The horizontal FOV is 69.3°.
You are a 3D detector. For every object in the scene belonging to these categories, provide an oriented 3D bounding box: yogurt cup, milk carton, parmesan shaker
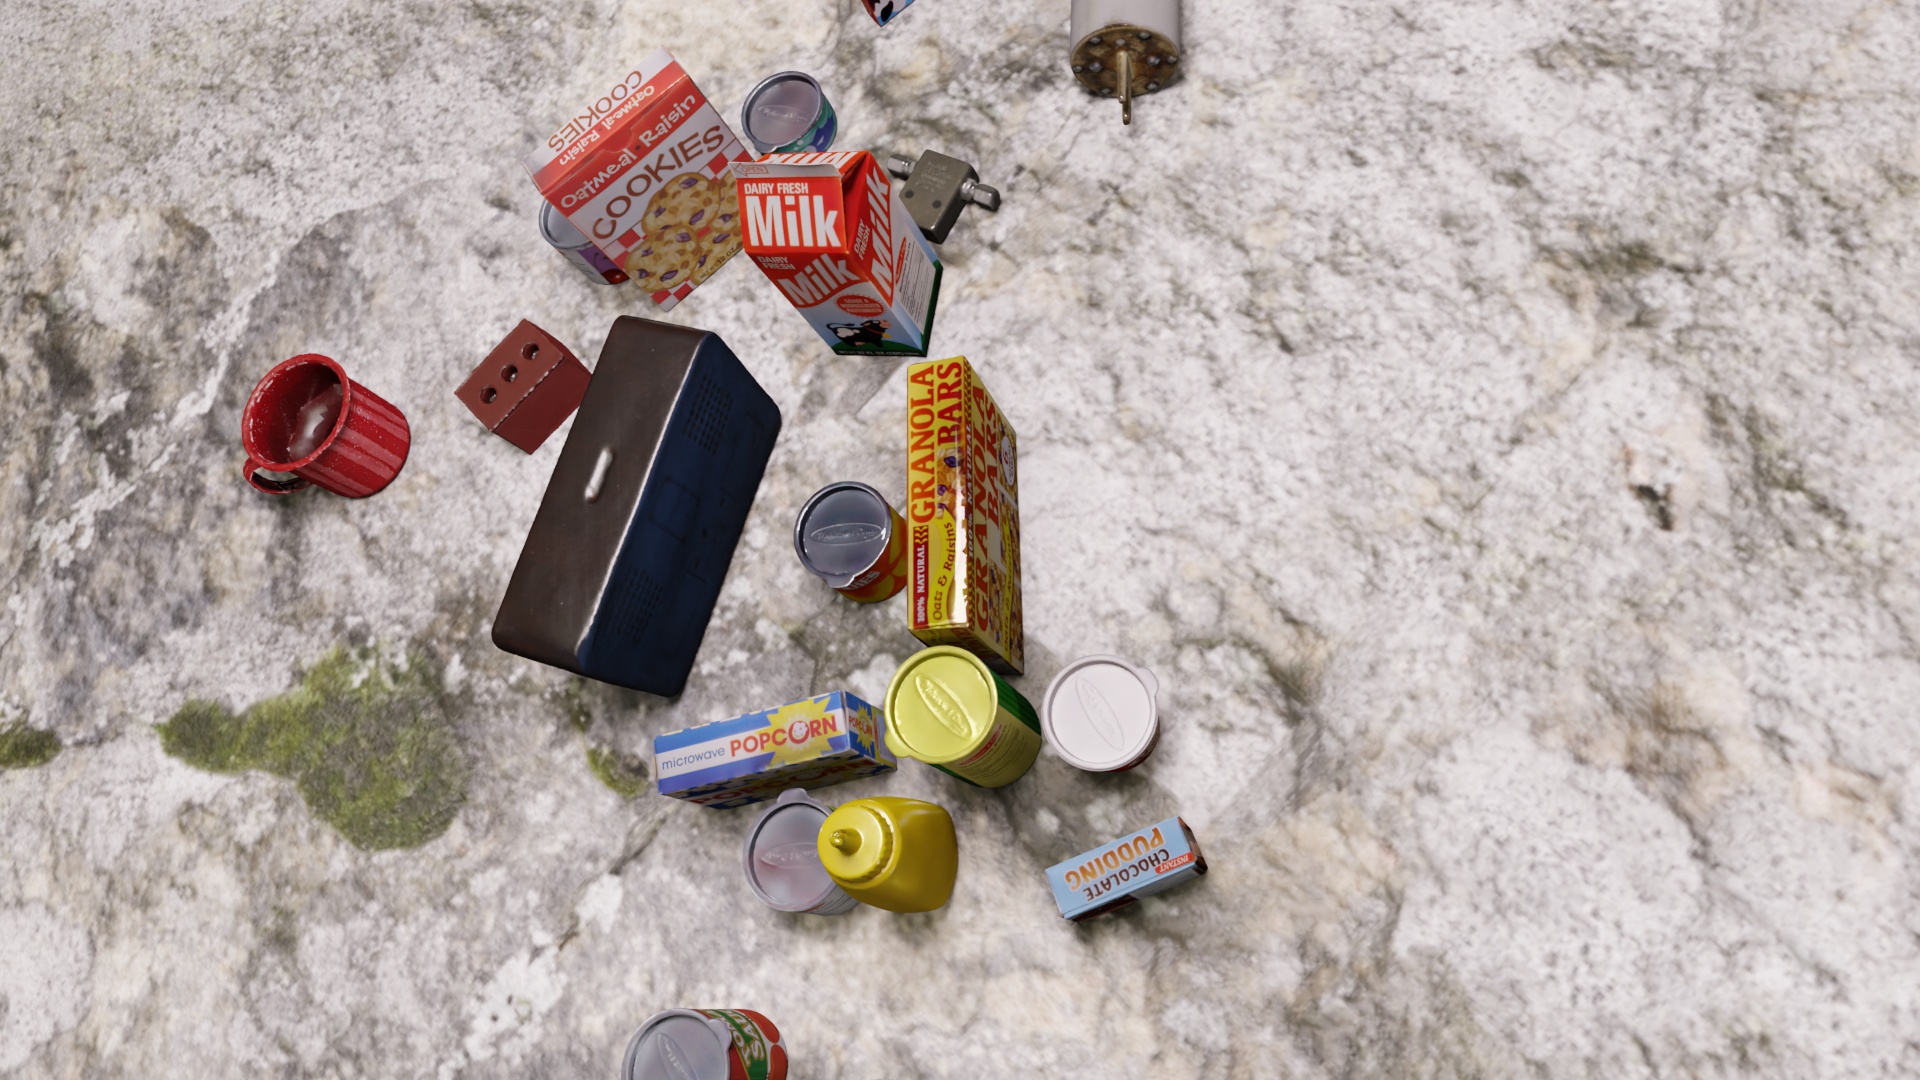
[{"bbox_3d":[0.086,0.105,0.817,0.072,0.054,0.072,-5,70,16],"label":"yogurt cup"},{"bbox_3d":[-0.078,-0.191,0.896,0.072,0.190,0.073,4,74,19],"label":"milk carton"},{"bbox_3d":[0.001,0.108,0.816,0.071,0.103,0.071,-5,71,16],"label":"parmesan shaker"}]

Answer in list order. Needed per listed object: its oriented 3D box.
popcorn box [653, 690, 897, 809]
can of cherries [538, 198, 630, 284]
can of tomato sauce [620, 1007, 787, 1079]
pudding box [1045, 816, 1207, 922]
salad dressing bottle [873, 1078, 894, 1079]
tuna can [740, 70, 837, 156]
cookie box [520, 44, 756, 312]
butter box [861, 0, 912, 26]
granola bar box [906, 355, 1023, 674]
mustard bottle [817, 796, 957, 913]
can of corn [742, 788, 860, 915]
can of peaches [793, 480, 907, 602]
[{"bbox_3d":[-0.112,0.131,0.853,0.126,0.085,0.038,-15,68,12],"label":"popcorn box"},{"bbox_3d":[-0.270,-0.236,1.044,0.071,0.058,0.071,-5,70,16],"label":"can of cherries"},{"bbox_3d":[-0.145,0.304,0.804,0.071,0.083,0.071,-5,70,16],"label":"can of tomato sauce"},{"bbox_3d":[0.094,0.188,0.788,0.083,0.049,0.030,-25,67,8],"label":"pudding box"},{"bbox_3d":[-0.054,0.321,0.734,0.044,0.147,0.064,-15,68,13],"label":"salad dressing bottle"},{"bbox_3d":[-0.129,-0.312,1.041,0.071,0.032,0.071,-5,70,16],"label":"tuna can"},{"bbox_3d":[-0.206,-0.246,0.968,0.123,0.167,0.040,-40,65,1],"label":"cookie box"},{"bbox_3d":[-0.034,-0.440,1.044,0.103,0.053,0.024,-38,65,2],"label":"butter box"},{"bbox_3d":[0.003,-0.011,0.844,0.039,0.124,0.166,-7,70,15],"label":"granola bar box"},{"bbox_3d":[-0.044,0.172,0.776,0.049,0.160,0.065,-2,72,17],"label":"mustard bottle"},{"bbox_3d":[-0.089,0.189,0.840,0.071,0.058,0.071,-5,70,16],"label":"can of corn"},{"bbox_3d":[-0.067,0.004,0.897,0.071,0.058,0.071,-5,70,16],"label":"can of peaches"}]
